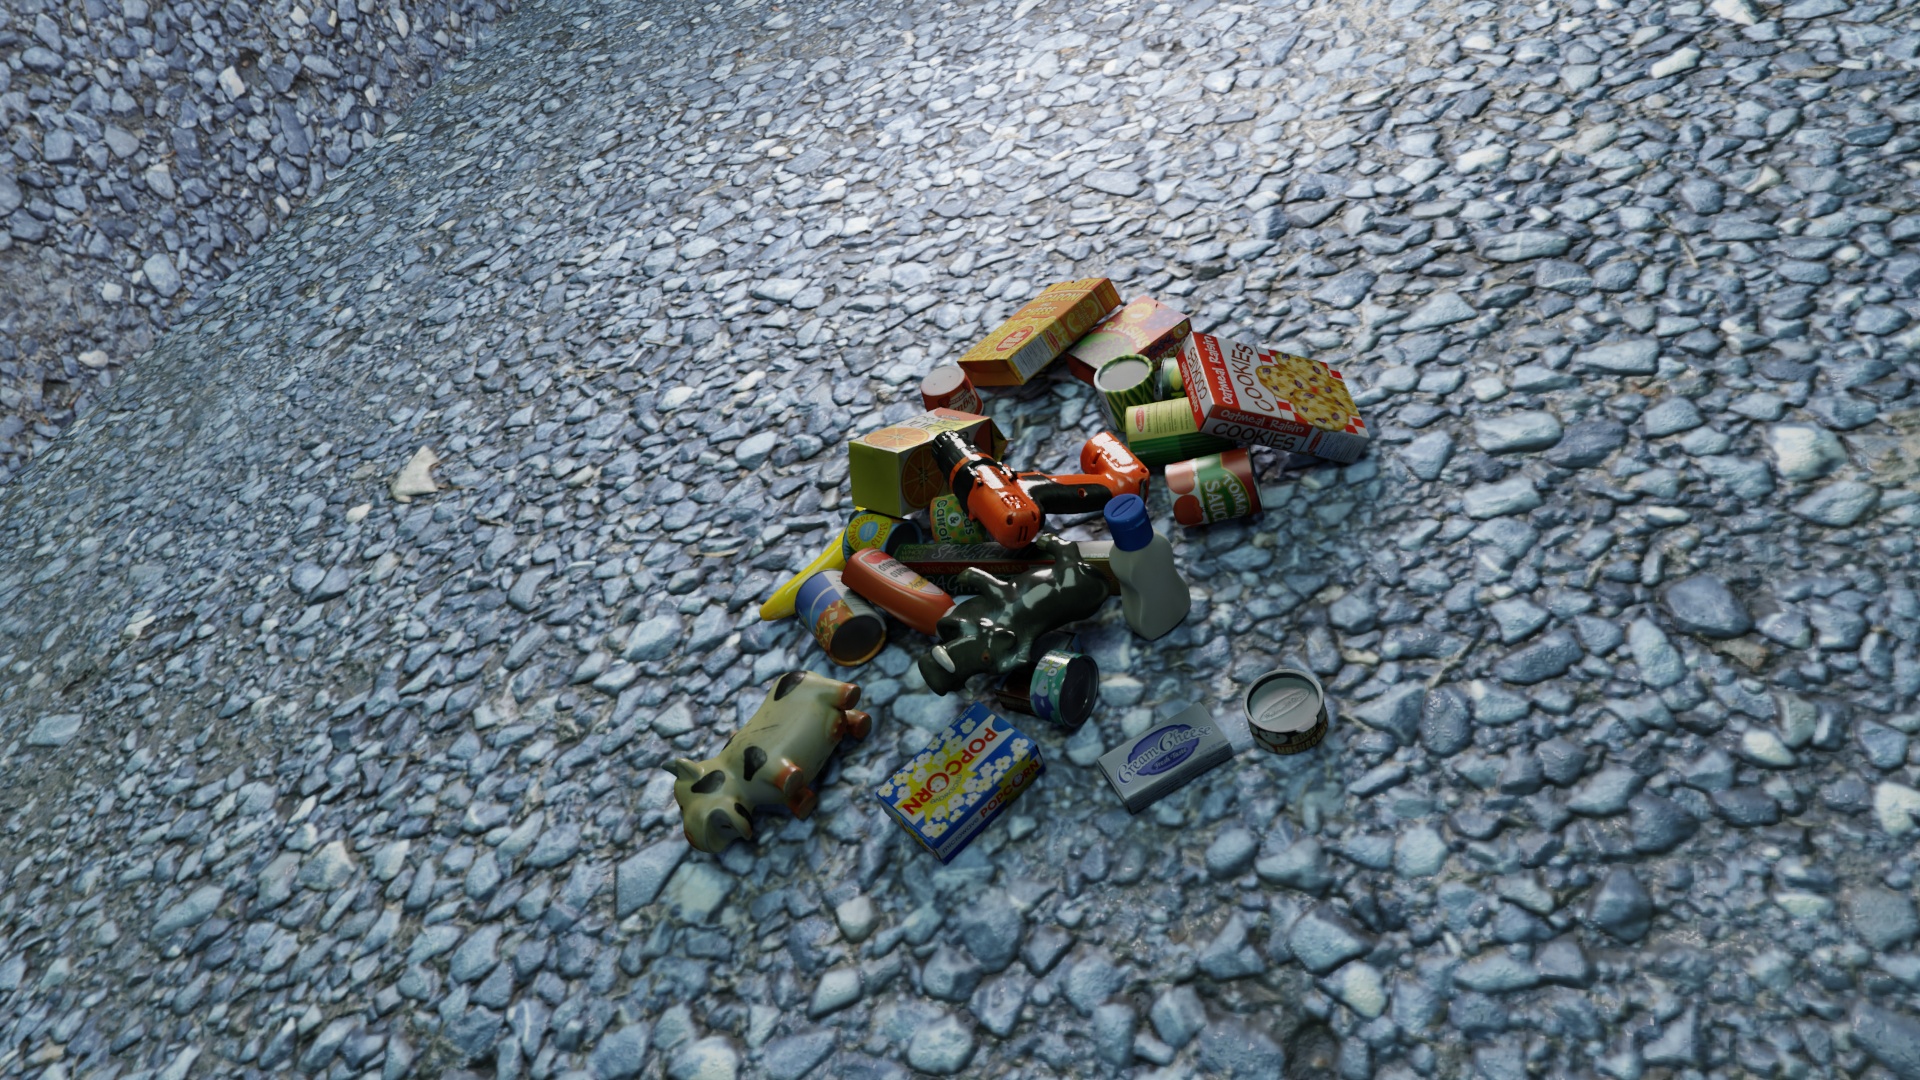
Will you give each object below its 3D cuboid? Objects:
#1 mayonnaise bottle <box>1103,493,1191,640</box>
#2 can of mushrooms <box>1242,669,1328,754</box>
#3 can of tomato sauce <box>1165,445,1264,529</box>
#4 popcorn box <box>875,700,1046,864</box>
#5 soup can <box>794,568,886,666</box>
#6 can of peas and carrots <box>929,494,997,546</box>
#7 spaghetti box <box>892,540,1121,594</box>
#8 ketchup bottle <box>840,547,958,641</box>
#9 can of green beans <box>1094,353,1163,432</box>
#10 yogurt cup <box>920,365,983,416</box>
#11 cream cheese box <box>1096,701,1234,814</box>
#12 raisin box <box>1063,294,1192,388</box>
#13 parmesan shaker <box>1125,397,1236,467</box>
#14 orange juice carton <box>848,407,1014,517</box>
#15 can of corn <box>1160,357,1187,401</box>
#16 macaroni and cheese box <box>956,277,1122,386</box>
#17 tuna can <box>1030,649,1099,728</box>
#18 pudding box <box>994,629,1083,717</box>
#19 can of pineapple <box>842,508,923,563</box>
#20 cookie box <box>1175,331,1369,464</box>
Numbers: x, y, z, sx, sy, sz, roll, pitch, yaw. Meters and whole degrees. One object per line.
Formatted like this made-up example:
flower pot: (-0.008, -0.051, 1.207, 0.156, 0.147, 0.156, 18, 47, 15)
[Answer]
mayonnaise bottle: (0.165, 0.022, 1.251, 0.065, 0.147, 0.041, -38, 42, -16)
can of mushrooms: (0.272, 0.144, 1.155, 0.071, 0.033, 0.071, -13, 41, 12)
can of tomato sauce: (0.247, -0.050, 1.350, 0.083, 0.071, 0.071, -13, 42, 15)
popcorn box: (0.000, 0.210, 1.213, 0.127, 0.038, 0.085, -41, 42, -18)
soup can: (-0.122, 0.080, 1.393, 0.071, 0.071, 0.084, -33, 41, -10)
can of peas and carrots: (0.005, -0.018, 1.431, 0.058, 0.070, 0.071, -11, 42, 17)
spaghetti box: (0.050, 0.028, 1.376, 0.250, 0.050, 0.029, -1, 44, 25)
ketchup bottle: (-0.043, 0.061, 1.358, 0.149, 0.043, 0.065, 32, 21, 20)
can of green beans: (0.183, -0.160, 1.507, 0.071, 0.057, 0.071, -14, 42, 12)
yogurt cup: (-0.013, -0.166, 1.611, 0.072, 0.053, 0.073, -14, 41, 12)
cream cheese box: (0.172, 0.183, 1.169, 0.104, 0.024, 0.053, -29, 40, -5)
raisin box: (0.193, -0.223, 1.584, 0.124, 0.040, 0.086, -36, 41, -14)
parmesan shaker: (0.228, -0.110, 1.427, 0.103, 0.071, 0.072, -8, 43, 18)
orange juice carton: (-0.028, -0.091, 1.496, 0.072, 0.072, 0.193, 15, 27, 38)
can of corn: (0.249, -0.162, 1.472, 0.058, 0.071, 0.071, -4, 44, 22)
macaroni and cheese box: (0.091, -0.245, 1.627, 0.167, 0.040, 0.123, -41, 22, -19)
tuna can: (0.092, 0.129, 1.231, 0.033, 0.070, 0.071, 10, 51, 35)
pudding box: (0.073, 0.120, 1.281, 0.049, 0.030, 0.084, 10, 51, 32)
can of pineapple: (-0.082, 0.004, 1.451, 0.058, 0.070, 0.071, 14, 53, 36)
cookie box: (0.306, -0.141, 1.376, 0.167, 0.040, 0.123, 10, 40, -14)
